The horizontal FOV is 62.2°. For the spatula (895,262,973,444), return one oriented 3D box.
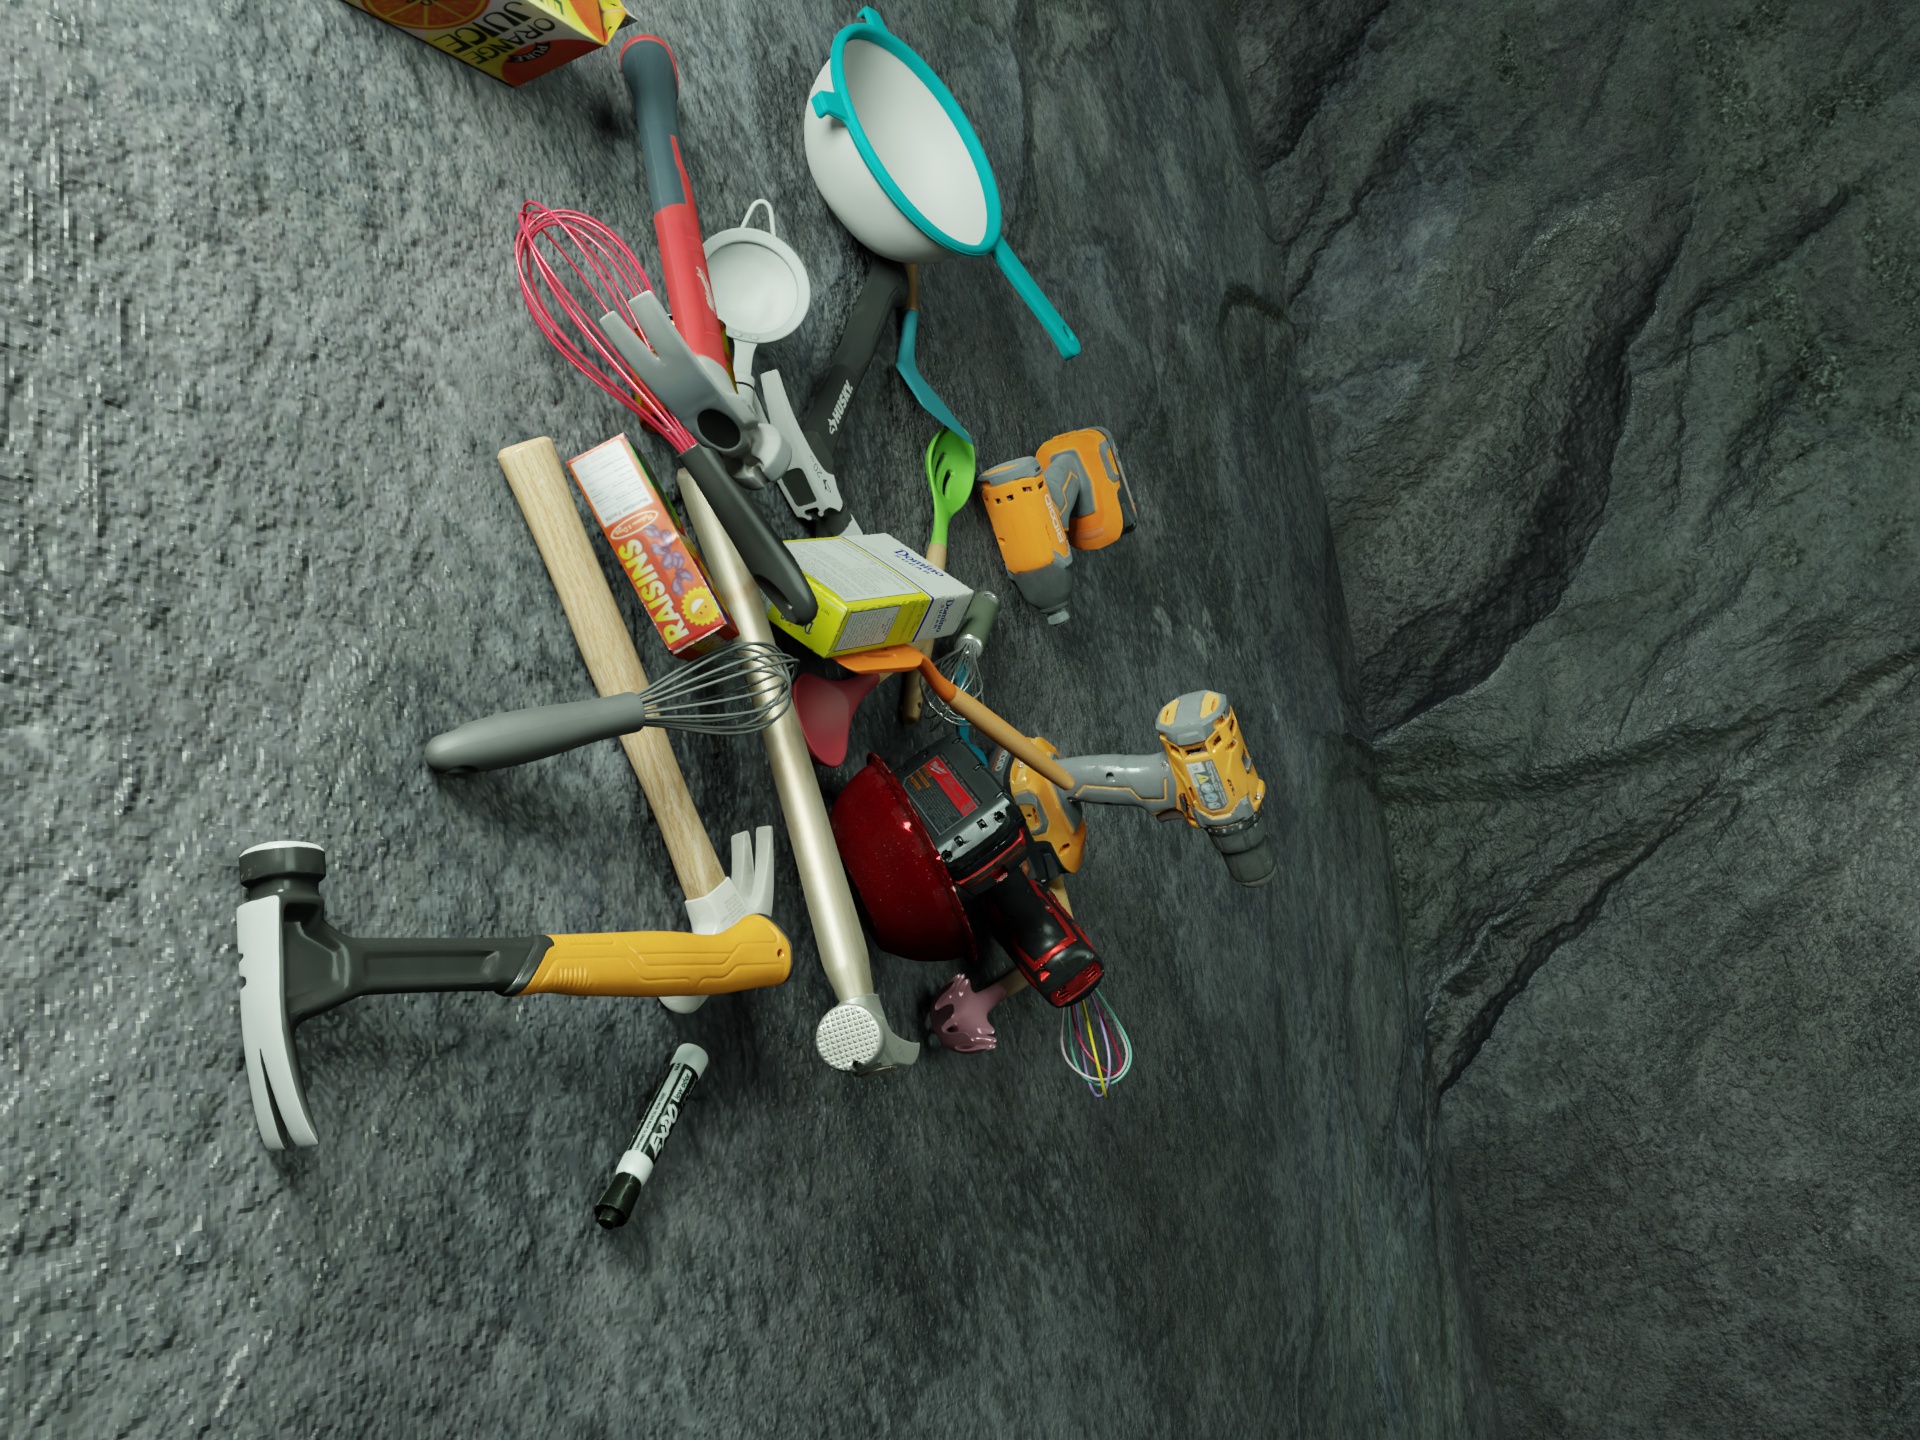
[{"bbox_3d":[-0.037,-0.390,1.431,0.082,0.044,0.318,27,52,-51],"label":"spatula"}]

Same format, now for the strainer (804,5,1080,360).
[{"bbox_3d":[-0.026,-0.426,1.370,0.340,0.095,0.211,47,36,-29],"label":"strainer"}]

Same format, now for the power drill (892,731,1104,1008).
[{"bbox_3d":[0.027,0.118,1.229,0.143,0.078,0.219,50,-5,48],"label":"power drill"}]

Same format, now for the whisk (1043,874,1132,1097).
[{"bbox_3d":[0.098,0.212,1.345,0.047,0.051,0.245,39,25,-36],"label":"whisk"}]

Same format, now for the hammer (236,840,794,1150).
[{"bbox_3d":[-0.198,0.130,0.792,0.336,0.034,0.127,10,68,-56],"label":"hammer"}]

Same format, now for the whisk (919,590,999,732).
[{"bbox_3d":[0.005,-0.056,1.332,0.058,0.059,0.246,31,26,-6],"label":"whisk"}]

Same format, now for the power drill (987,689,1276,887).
[{"bbox_3d":[0.152,0.079,1.370,0.185,0.226,0.084,64,28,-26],"label":"power drill"}]

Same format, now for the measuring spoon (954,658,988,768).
[{"bbox_3d":[0.010,-0.003,1.355,0.042,0.021,0.129,33,50,-57],"label":"measuring spoon"}]

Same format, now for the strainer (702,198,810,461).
[{"bbox_3d":[-0.154,-0.241,1.110,0.086,0.050,0.259,9,71,-17],"label":"strainer"}]

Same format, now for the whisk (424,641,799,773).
[{"bbox_3d":[-0.181,-0.005,0.865,0.239,0.055,0.055,-15,92,-45],"label":"whisk"}]

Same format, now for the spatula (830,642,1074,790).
[{"bbox_3d":[-0.002,-0.004,1.193,0.041,0.081,0.322,-54,138,0],"label":"spatula"}]

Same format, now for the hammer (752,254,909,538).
[{"bbox_3d":[-0.092,-0.286,1.271,0.146,0.035,0.335,59,30,-35],"label":"hammer"}]

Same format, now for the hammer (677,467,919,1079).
[{"bbox_3d":[-0.107,0.023,1.003,0.146,0.038,0.411,59,12,-73],"label":"hammer"}]

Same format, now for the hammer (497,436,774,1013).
[{"bbox_3d":[-0.189,-0.005,0.927,0.130,0.031,0.331,-45,118,-61],"label":"hammer"}]

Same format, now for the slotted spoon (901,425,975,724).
[{"bbox_3d":[-0.024,-0.127,1.346,0.070,0.031,0.314,50,38,-44],"label":"slotted spoon"}]

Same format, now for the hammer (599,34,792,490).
[{"bbox_3d":[-0.181,-0.315,0.965,0.143,0.038,0.387,48,21,-51],"label":"hammer"}]

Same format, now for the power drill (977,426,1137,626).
[{"bbox_3d":[0.102,-0.197,1.586,0.226,0.084,0.164,-42,116,-58],"label":"power drill"}]

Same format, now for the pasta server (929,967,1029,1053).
[{"bbox_3d":[0.046,0.215,1.305,0.060,0.040,0.316,63,23,7],"label":"pasta server"}]

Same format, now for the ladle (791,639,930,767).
[{"bbox_3d":[-0.056,-0.044,1.208,0.069,0.031,0.315,66,30,-13],"label":"ladle"}]

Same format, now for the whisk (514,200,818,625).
[{"bbox_3d":[-0.172,-0.181,0.958,0.295,0.073,0.073,56,29,-13],"label":"whisk"}]
